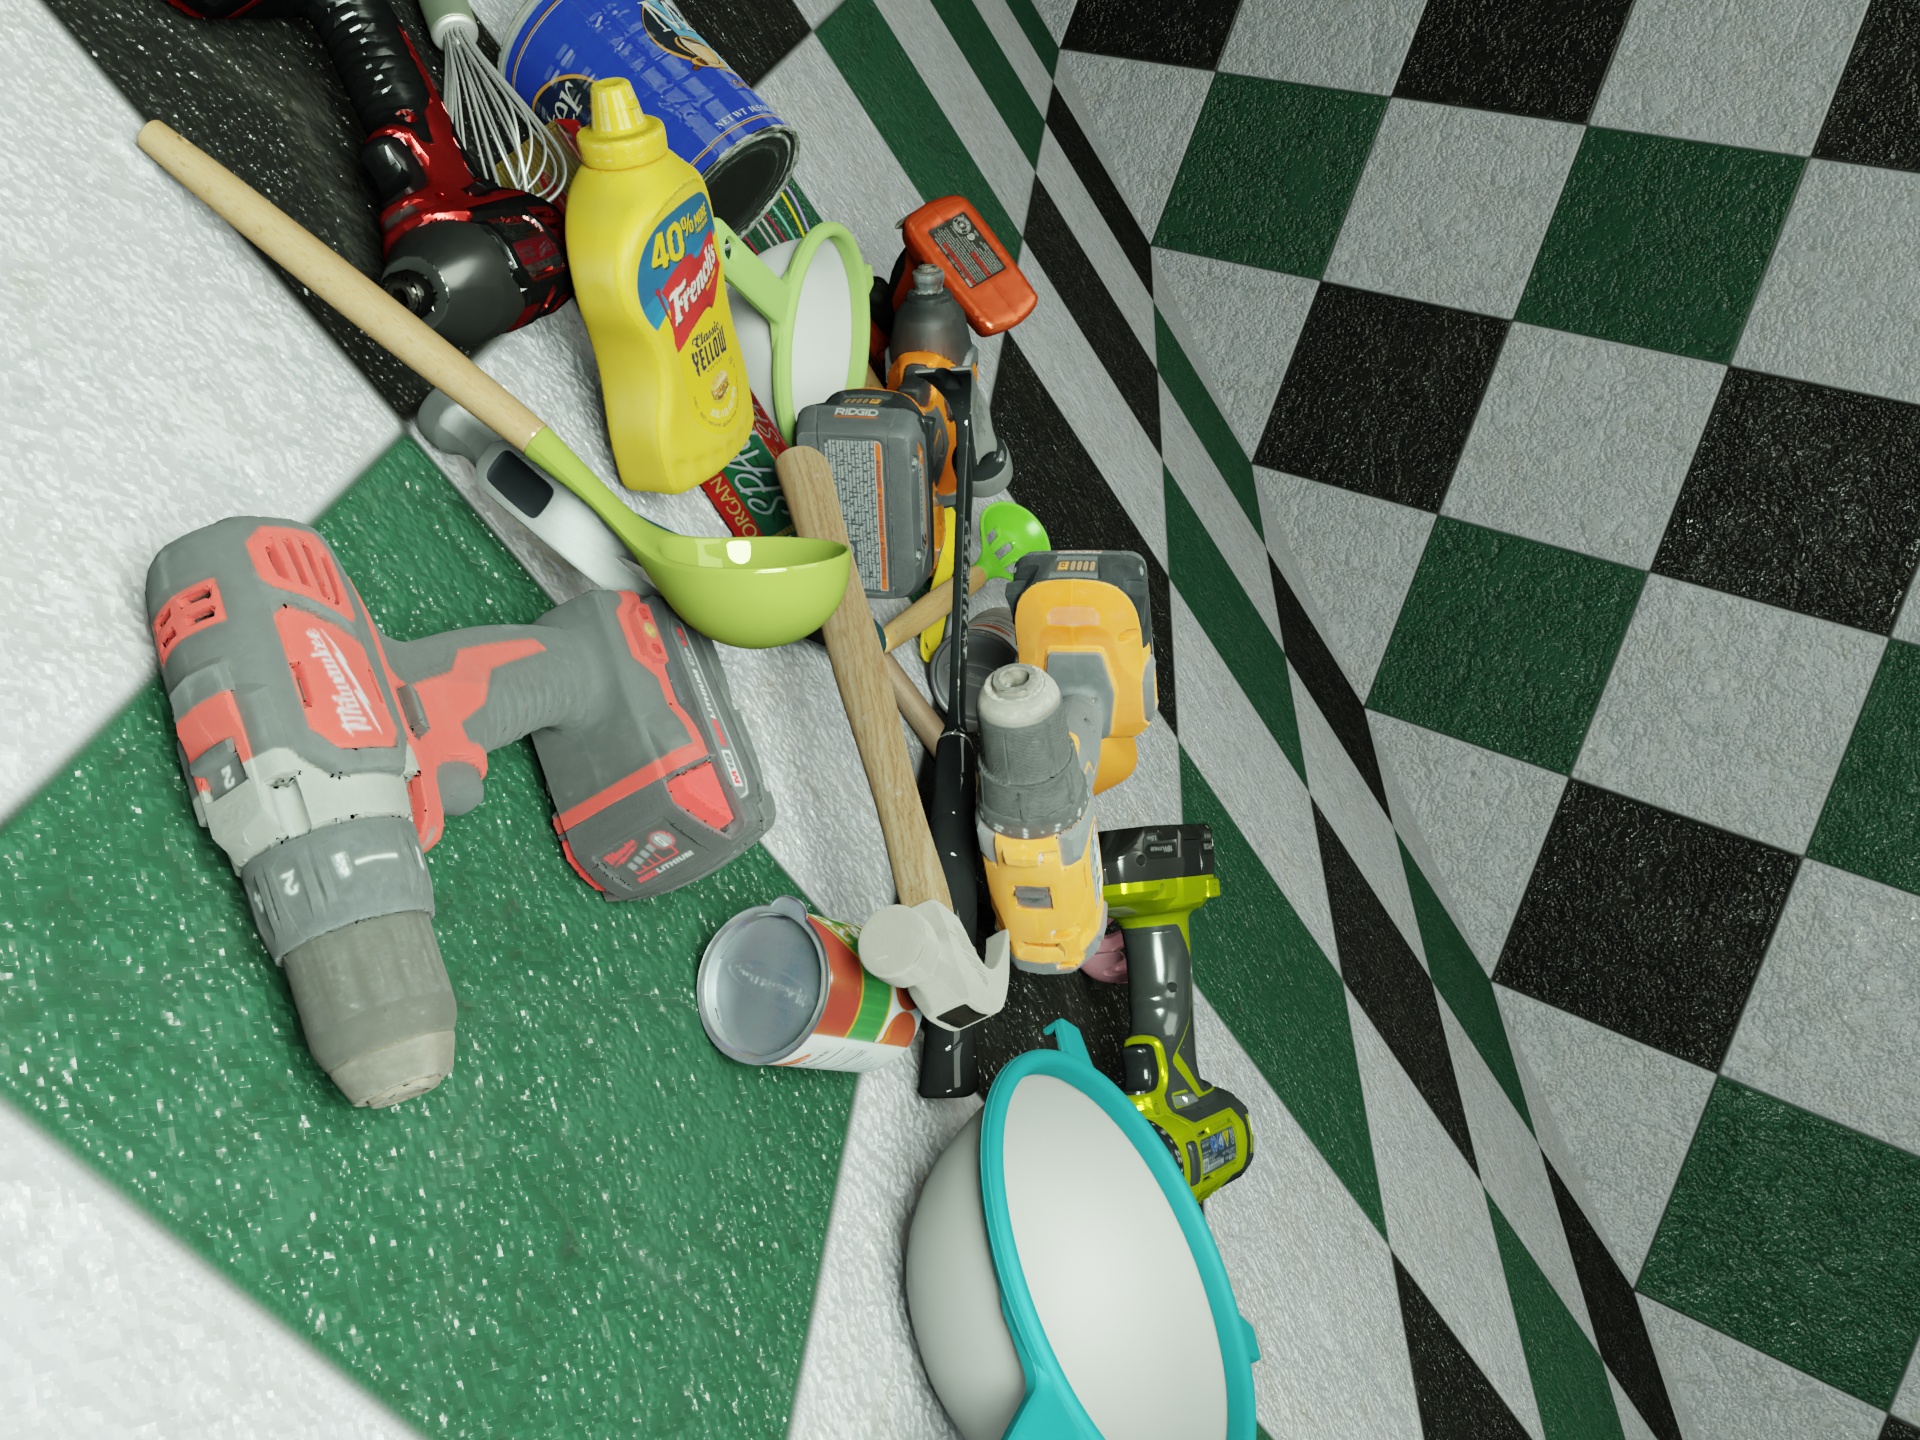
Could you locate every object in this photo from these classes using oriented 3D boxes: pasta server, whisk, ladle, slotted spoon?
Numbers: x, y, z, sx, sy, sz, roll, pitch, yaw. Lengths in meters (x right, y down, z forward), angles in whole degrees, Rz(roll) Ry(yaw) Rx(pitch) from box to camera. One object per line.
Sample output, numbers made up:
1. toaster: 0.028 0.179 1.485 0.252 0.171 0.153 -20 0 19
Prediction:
1. pasta server: 0.024 0.053 1.021 0.316 0.040 0.060 55 15 -17
2. whisk: -0.102 -0.287 1.153 0.244 0.051 0.047 56 42 -27
3. whisk: -0.264 -0.358 0.841 0.057 0.059 0.246 107 -37 -62
4. ladle: -0.180 -0.136 0.620 0.320 0.062 0.078 38 16 -4
5. slotted spoon: 0.001 -0.095 1.096 0.070 0.031 0.314 56 26 -5

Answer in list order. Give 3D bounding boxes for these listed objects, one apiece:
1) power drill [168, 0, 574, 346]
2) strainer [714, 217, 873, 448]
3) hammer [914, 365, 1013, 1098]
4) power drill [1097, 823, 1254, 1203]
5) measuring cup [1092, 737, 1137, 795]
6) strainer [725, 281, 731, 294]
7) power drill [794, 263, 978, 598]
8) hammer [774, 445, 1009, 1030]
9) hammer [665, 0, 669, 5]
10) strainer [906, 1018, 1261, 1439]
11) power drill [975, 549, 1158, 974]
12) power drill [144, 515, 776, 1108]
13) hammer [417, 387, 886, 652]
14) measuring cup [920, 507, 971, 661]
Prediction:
1. power drill: -0.261 -0.269 0.702 0.219 0.078 0.143 59 20 -16
2. strainer: -0.124 -0.241 0.944 0.256 0.069 0.151 22 77 -75
3. hammer: -0.001 -0.003 0.862 0.149 0.036 0.409 63 26 -67
4. power drill: 0.104 0.179 0.942 0.190 0.080 0.228 5 77 -58
5. measuring cup: 0.109 0.047 1.206 0.095 0.052 0.174 34 33 -52
6. strainer: -0.148 -0.278 1.025 0.258 0.050 0.087 26 45 -63
7. power drill: -0.037 -0.189 1.021 0.227 0.084 0.164 -66 158 -58
8. hammer: -0.042 -0.004 0.770 0.129 0.031 0.332 48 20 -55
9. hammer: -0.265 -0.489 0.959 0.144 0.035 0.405 62 15 -1
10. strainer: 0.019 0.277 0.662 0.211 0.095 0.340 60 23 0
11. power drill: 0.053 -0.004 0.860 0.226 0.084 0.185 -74 160 -46
12. power drill: -0.164 0.029 0.563 0.226 0.080 0.188 3 61 -63
13. hammer: -0.123 -0.075 0.802 0.128 0.033 0.330 41 8 23
14. measuring cup: -0.024 -0.095 1.118 0.062 0.029 0.157 54 32 -37
